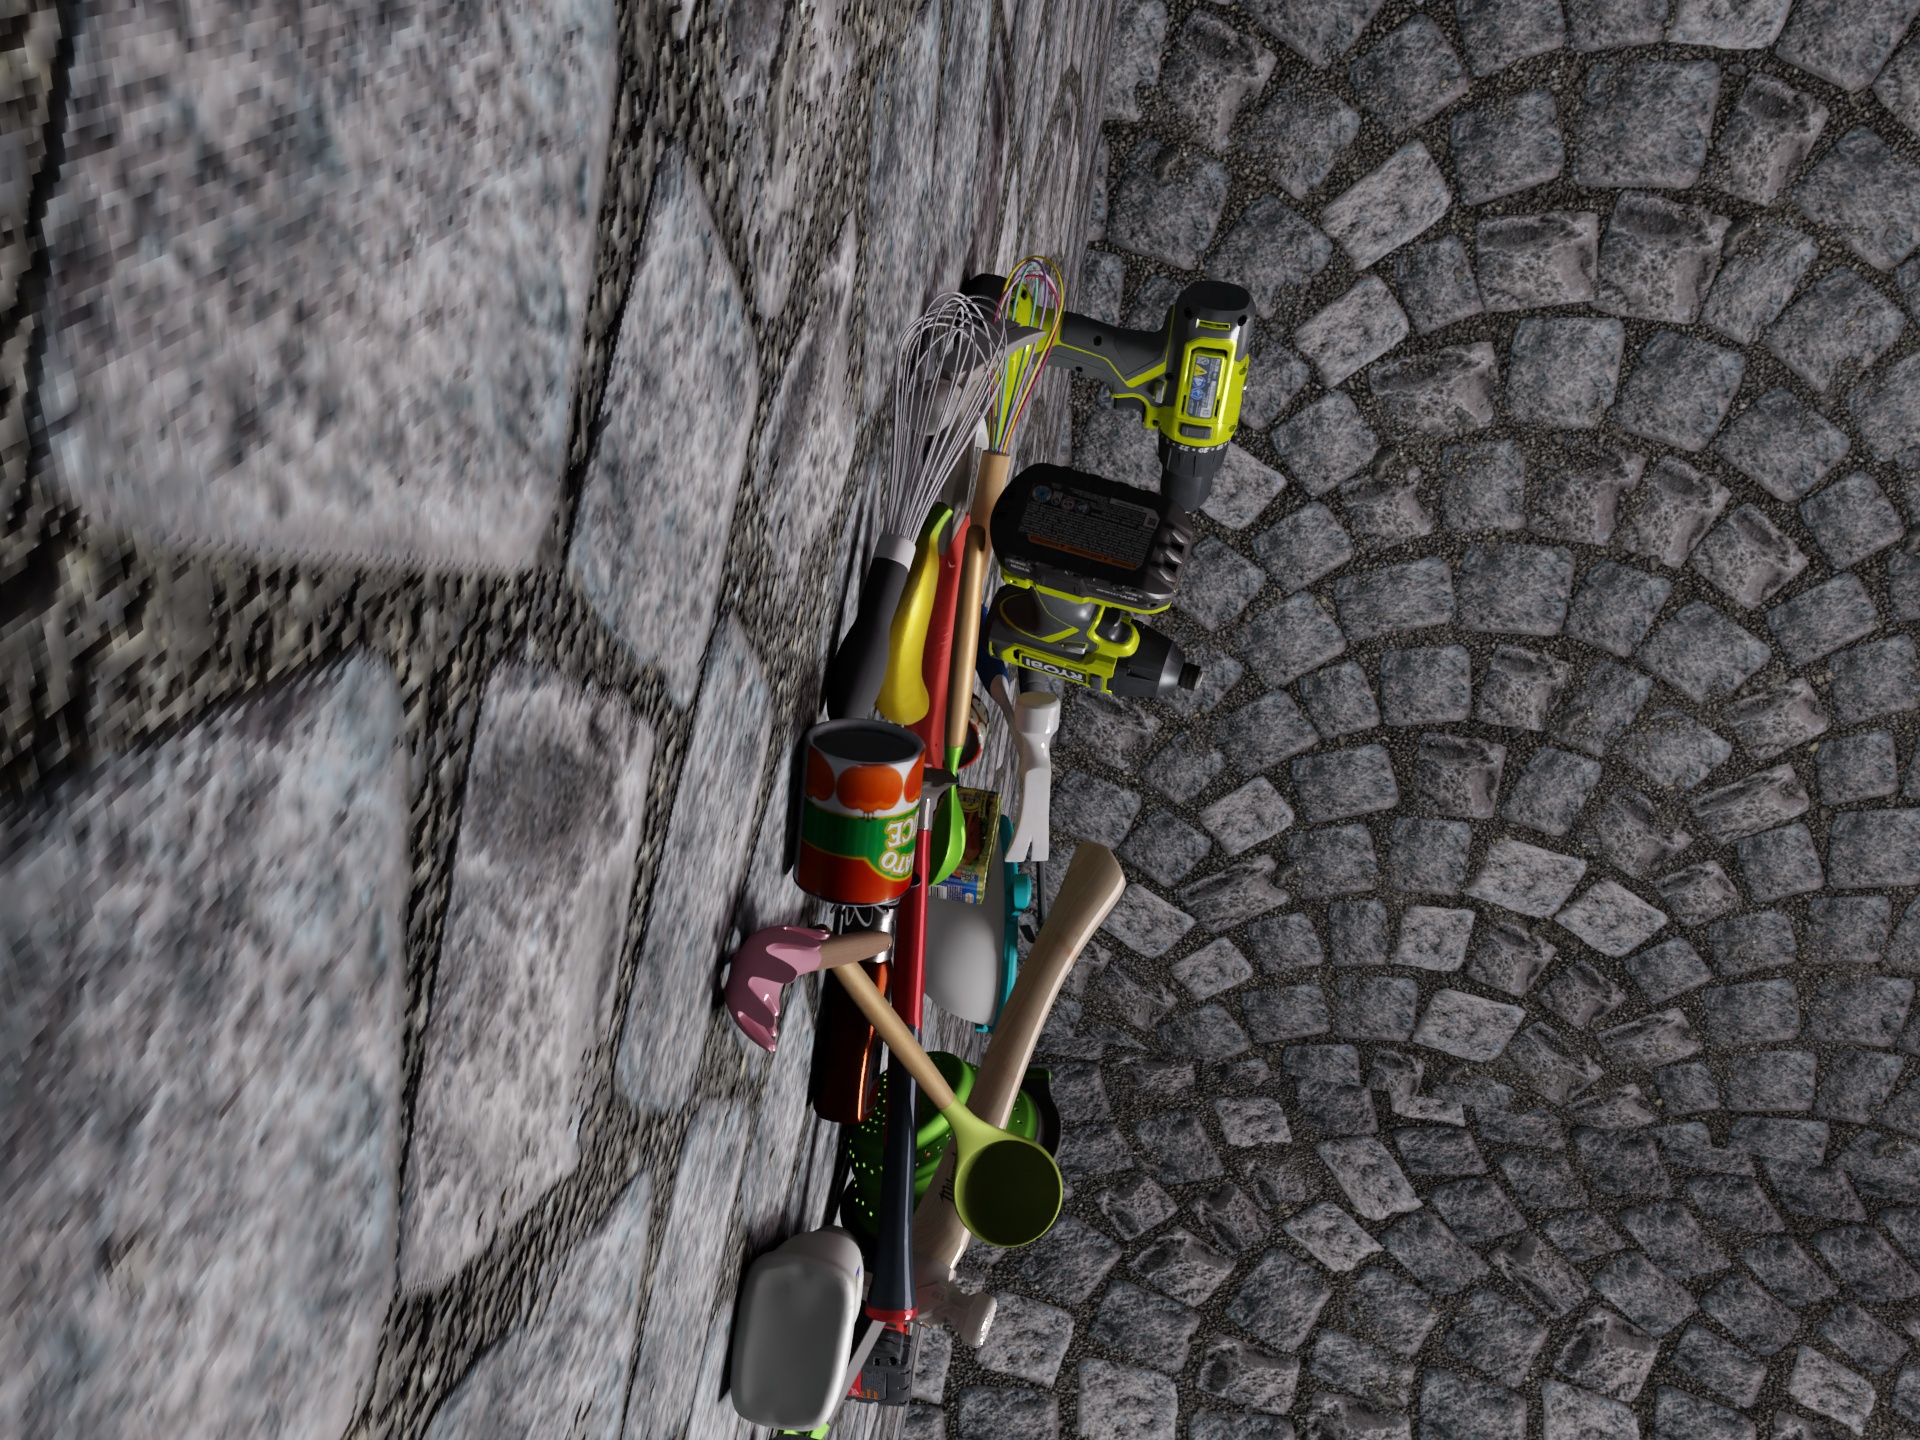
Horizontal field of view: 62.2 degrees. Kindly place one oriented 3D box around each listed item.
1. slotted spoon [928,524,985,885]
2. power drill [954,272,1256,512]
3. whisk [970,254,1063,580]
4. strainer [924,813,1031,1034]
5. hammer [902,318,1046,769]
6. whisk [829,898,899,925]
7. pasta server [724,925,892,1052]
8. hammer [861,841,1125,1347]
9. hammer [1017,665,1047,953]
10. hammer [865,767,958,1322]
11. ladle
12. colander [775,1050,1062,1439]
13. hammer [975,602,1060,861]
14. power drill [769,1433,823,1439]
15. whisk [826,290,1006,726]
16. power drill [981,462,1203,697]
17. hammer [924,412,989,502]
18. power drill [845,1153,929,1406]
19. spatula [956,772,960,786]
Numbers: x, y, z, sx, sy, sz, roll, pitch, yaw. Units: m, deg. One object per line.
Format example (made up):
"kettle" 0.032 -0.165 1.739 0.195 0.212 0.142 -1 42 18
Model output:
"slotted spoon" -0.002 -0.004 1.185 0.070 0.031 0.313 -95 -171 -55
"power drill" 0.111 -0.262 1.271 0.080 0.228 0.190 -76 173 -48
"whisk" 0.033 -0.218 1.174 0.051 0.047 0.245 -64 166 -73
"strainer" 0.002 0.178 1.461 0.340 0.095 0.211 108 -16 -75
"hammer" -0.007 -0.108 1.158 0.149 0.037 0.358 -47 153 -45
"whisk" -0.059 0.091 1.023 0.239 0.055 0.055 -74 173 -88
"pasta server" -0.070 0.131 0.868 0.060 0.040 0.316 -65 169 -1
"hammer" 0.027 0.269 1.259 0.038 0.146 0.411 86 27 -57
"hammer" 0.068 0.019 1.426 0.149 0.036 0.409 142 -54 -86
"hammer" -0.037 0.226 1.126 0.143 0.038 0.386 144 -51 -77
"ladle" -0.018 0.244 1.051 0.319 0.078 0.062 60 0 -37
"colander" -0.060 0.388 1.262 0.094 0.204 0.397 60 39 -21
"hammer" 0.034 -0.018 1.383 0.406 0.035 0.144 -107 -162 -68
"power drill" -0.121 0.609 1.059 0.164 0.084 0.226 -72 174 -58
"whisk" -0.029 -0.126 0.928 0.070 0.070 0.285 83 22 -73
"power drill" 0.100 -0.087 1.162 0.223 0.171 0.080 80 28 -68
"hammer" -0.013 -0.100 1.293 0.128 0.033 0.330 -73 171 -53
"power drill" -0.072 0.516 1.493 0.187 0.080 0.227 94 4 -48
"spatula" 0.002 -0.020 1.544 0.318 0.044 0.082 -77 171 -48
